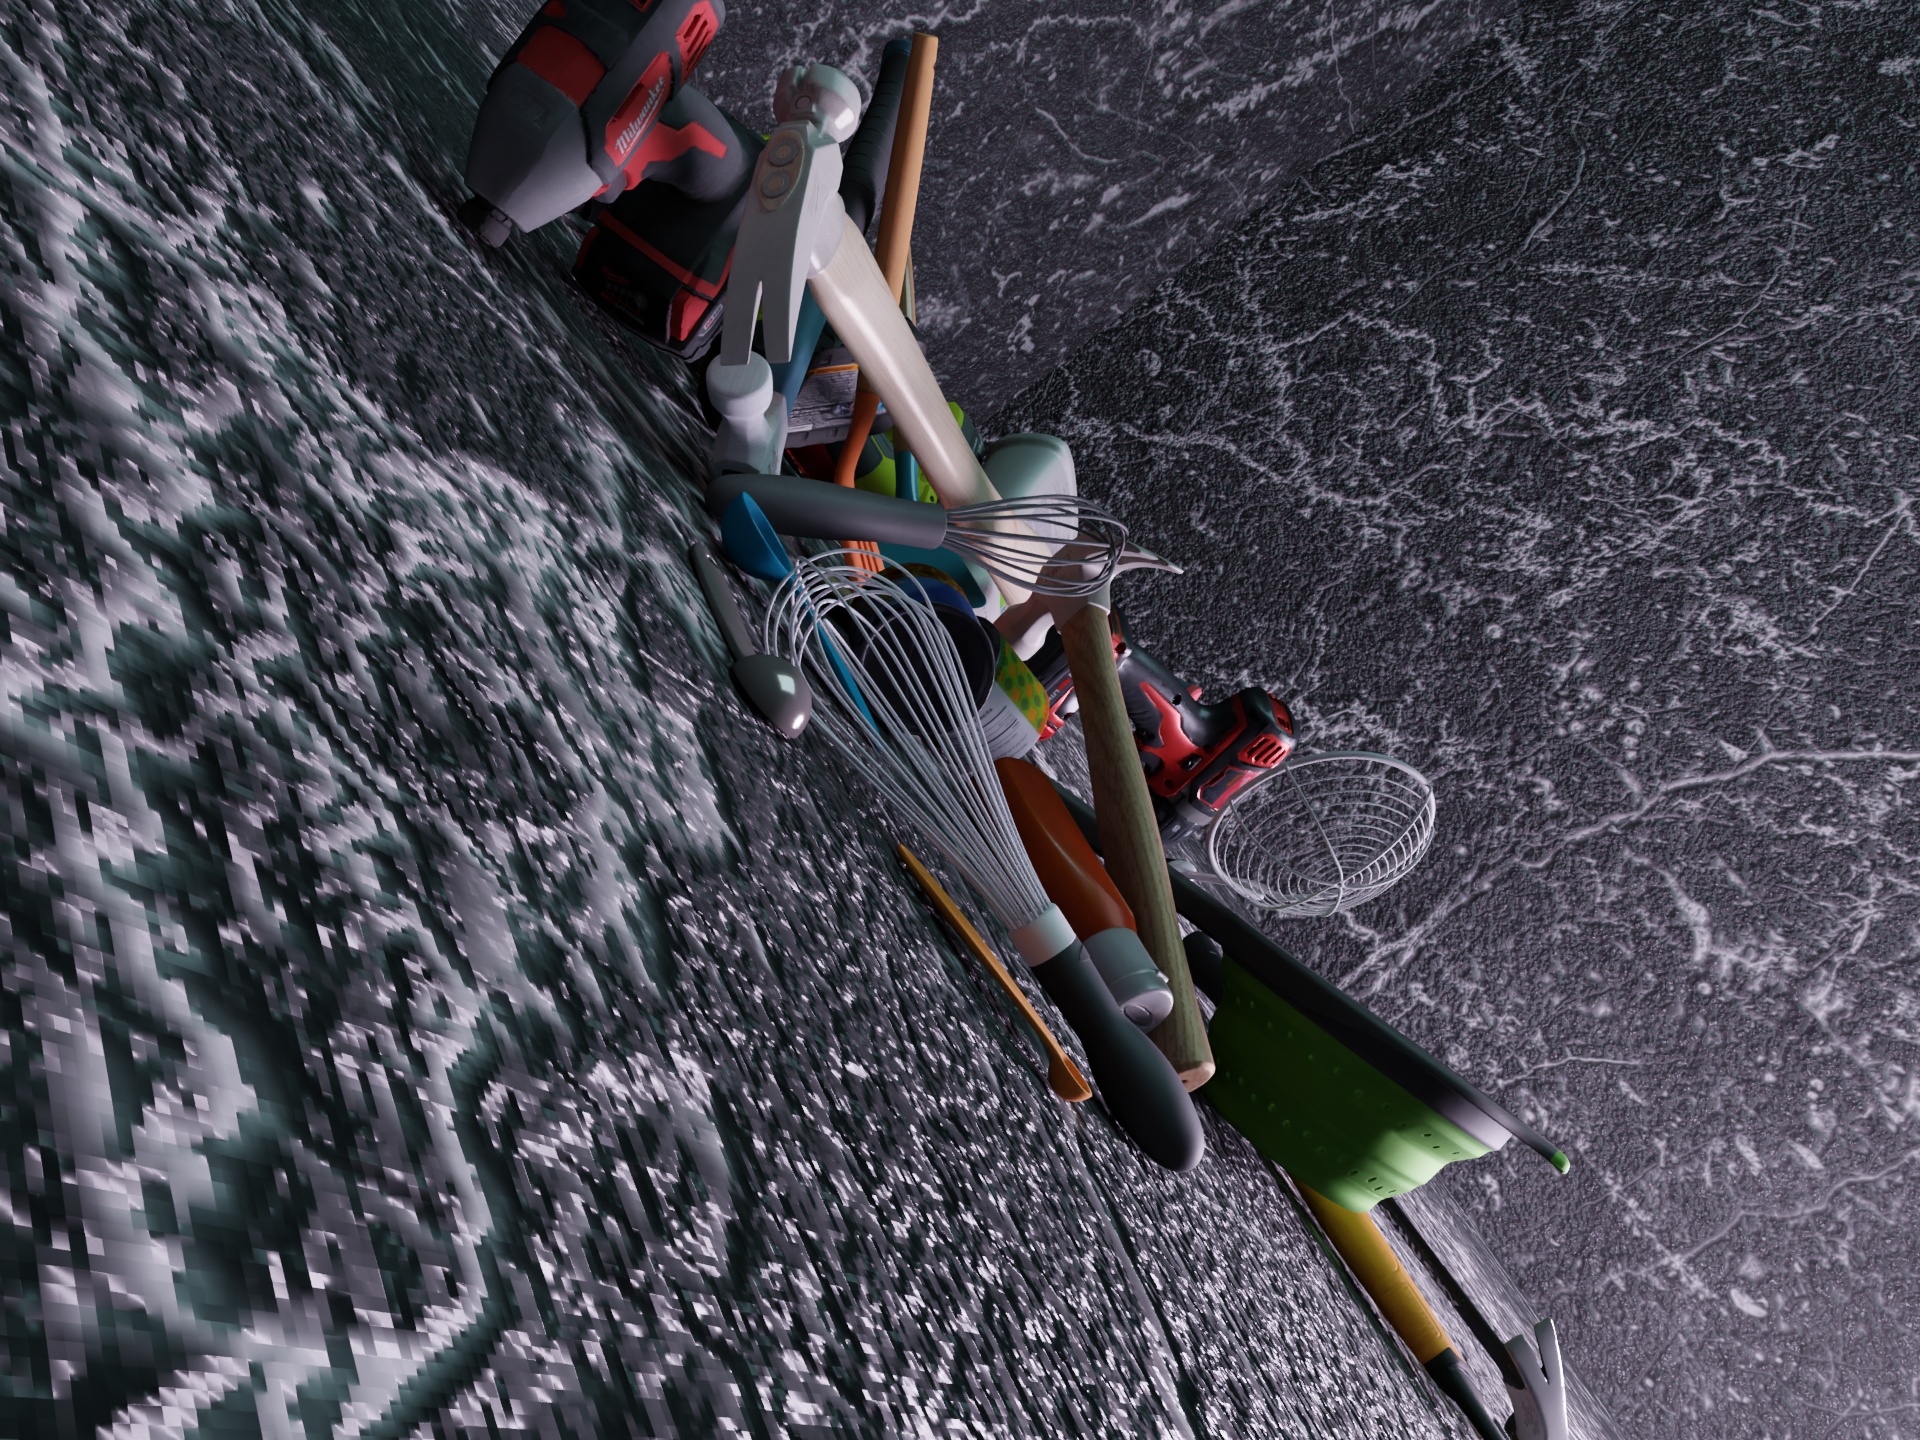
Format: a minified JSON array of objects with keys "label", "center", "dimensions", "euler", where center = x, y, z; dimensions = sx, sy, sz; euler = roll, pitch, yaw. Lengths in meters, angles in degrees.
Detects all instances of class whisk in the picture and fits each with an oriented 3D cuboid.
[{"label":"whisk","center":[0.014,0.056,0.618],"dimensions":[0.284,0.070,0.070],"euler":[57,6,-2]},{"label":"whisk","center":[-0.016,-0.096,0.790],"dimensions":[0.238,0.055,0.055],"euler":[4,36,-31]}]

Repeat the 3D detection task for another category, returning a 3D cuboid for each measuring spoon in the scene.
[{"label":"measuring spoon","center":[-0.079,-0.038,0.596],"dimensions":[0.034,0.018,0.124],"euler":[47,8,-42]},{"label":"measuring spoon","center":[-0.072,-0.039,0.699],"dimensions":[0.128,0.021,0.042],"euler":[62,5,-4]},{"label":"measuring spoon","center":[0.009,0.092,0.580],"dimensions":[0.117,0.011,0.021],"euler":[51,4,20]}]

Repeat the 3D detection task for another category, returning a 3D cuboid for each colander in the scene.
[{"label":"colander","center":[0.135,0.151,0.883],"dimensions":[0.397,0.094,0.204],"euler":[36,0,12]}]

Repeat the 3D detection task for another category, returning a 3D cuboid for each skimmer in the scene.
[{"label":"skimmer","center":[0.166,0.070,1.006],"dimensions":[0.127,0.090,0.363],"euler":[7,-5,-14]}]

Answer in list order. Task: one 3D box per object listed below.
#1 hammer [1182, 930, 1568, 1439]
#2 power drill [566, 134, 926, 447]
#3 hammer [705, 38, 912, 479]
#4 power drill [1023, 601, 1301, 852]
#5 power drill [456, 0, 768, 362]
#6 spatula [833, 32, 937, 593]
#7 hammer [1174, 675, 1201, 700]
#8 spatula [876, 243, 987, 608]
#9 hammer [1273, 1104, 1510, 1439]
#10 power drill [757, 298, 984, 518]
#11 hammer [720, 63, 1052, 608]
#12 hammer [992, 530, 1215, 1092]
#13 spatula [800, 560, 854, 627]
[{"label":"hammer","center":[0.260,0.290,1.060],"dimensions":[0.409,0.036,0.149],"euler":[54,-13,43]},{"label":"power drill","center":[-0.133,-0.270,0.963],"dimensions":[0.223,0.171,0.080],"euler":[58,-35,26]},{"label":"hammer","center":[-0.068,-0.249,0.842],"dimensions":[0.128,0.033,0.331],"euler":[97,7,-59]},{"label":"power drill","center":[0.118,0.015,1.192],"dimensions":[0.226,0.188,0.080],"euler":[31,29,-25]},{"label":"power drill","center":[-0.152,-0.253,0.739],"dimensions":[0.078,0.143,0.219],"euler":[36,0,6]},{"label":"spatula","center":[-0.037,-0.205,0.878],"dimensions":[0.041,0.322,0.081],"euler":[12,20,3]},{"label":"hammer","center":[0.034,-0.122,1.312],"dimensions":[0.387,0.038,0.143],"euler":[38,3,23]},{"label":"spatula","center":[-0.034,-0.203,1.055],"dimensions":[0.044,0.082,0.318],"euler":[107,-18,-64]},{"label":"hammer","center":[0.264,0.347,0.897],"dimensions":[0.337,0.034,0.127],"euler":[56,8,26]},{"label":"power drill","center":[-0.075,-0.240,1.122],"dimensions":[0.228,0.080,0.191],"euler":[50,44,-40]},{"label":"hammer","center":[-0.017,-0.145,0.847],"dimensions":[0.410,0.038,0.146],"euler":[51,45,-61]},{"label":"hammer","center":[0.084,0.033,0.821],"dimensions":[0.031,0.130,0.332],"euler":[18,45,-30]},{"label":"spatula","center":[-0.001,-0.003,0.942],"dimensions":[0.060,0.018,0.315],"euler":[27,-12,42]}]
